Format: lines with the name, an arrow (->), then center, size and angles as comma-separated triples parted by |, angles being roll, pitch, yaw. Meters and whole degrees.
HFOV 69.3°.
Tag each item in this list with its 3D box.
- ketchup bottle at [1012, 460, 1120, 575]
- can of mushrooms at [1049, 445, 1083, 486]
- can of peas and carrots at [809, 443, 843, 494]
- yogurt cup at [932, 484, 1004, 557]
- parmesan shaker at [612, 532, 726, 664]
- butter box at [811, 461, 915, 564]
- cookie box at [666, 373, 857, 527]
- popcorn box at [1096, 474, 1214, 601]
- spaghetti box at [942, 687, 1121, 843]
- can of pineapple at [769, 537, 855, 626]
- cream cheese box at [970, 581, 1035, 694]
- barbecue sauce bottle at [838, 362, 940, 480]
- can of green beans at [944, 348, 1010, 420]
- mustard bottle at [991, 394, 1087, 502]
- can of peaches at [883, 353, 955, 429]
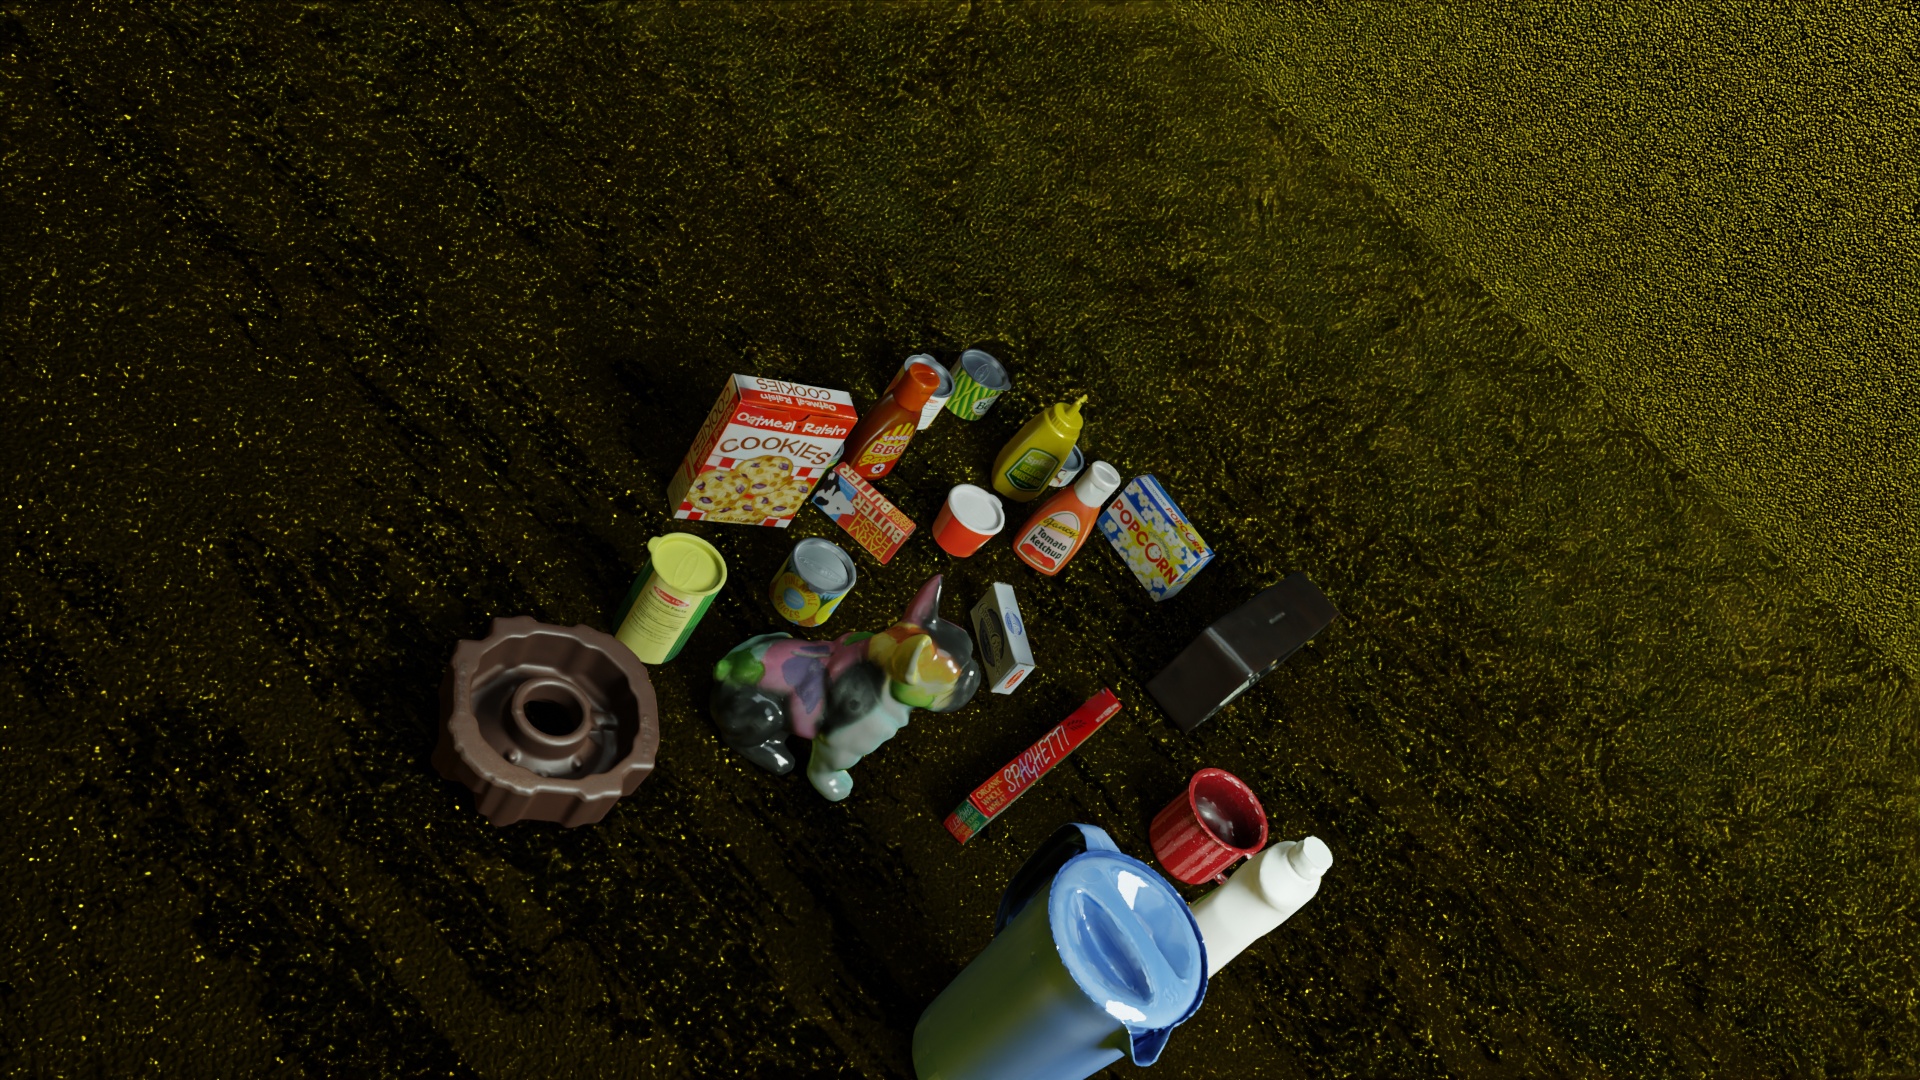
ketchup bottle -> 0.120, -0.027, 1.525 | 0.065, 0.148, 0.044 | 35, 38, -5
can of mushrooms -> 0.111, -0.101, 1.683 | 0.071, 0.033, 0.071 | 22, 41, -20
can of peas and carrots -> -0.161, -0.089, 1.438 | 0.071, 0.058, 0.071 | 22, 41, -20
yogurt cup -> 0.005, -0.019, 1.503 | 0.072, 0.053, 0.073 | 22, 41, -20
parmesan shaker -> -0.254, 0.049, 1.193 | 0.071, 0.102, 0.072 | 22, 41, -20
butter box -> -0.100, -0.028, 1.430 | 0.103, 0.053, 0.024 | 41, 38, 3
cookie box -> -0.189, -0.081, 1.320 | 0.123, 0.166, 0.040 | 5, 49, -35
popcorn box -> 0.228, -0.003, 1.637 | 0.038, 0.084, 0.127 | -14, 62, -45
spaghetti box -> 0.073, 0.211, 1.331 | 0.029, 0.050, 0.251 | 48, 39, 11
can of pineapple -> -0.143, 0.041, 1.324 | 0.071, 0.057, 0.071 | 22, 41, -20
cream cheese box -> 0.042, 0.099, 1.415 | 0.024, 0.053, 0.104 | 11, 46, -30
barbecue sauce bottle -> -0.073, -0.126, 1.471 | 0.065, 0.147, 0.044 | -4, 54, -41
can of green beans -> 0.015, -0.187, 1.674 | 0.071, 0.057, 0.071 | 22, 41, -20
mustard bottle -> 0.096, -0.110, 1.579 | 0.065, 0.159, 0.049 | 24, 41, -18
can of peaches -> -0.049, -0.173, 1.609 | 0.071, 0.057, 0.071 | 22, 41, -20
